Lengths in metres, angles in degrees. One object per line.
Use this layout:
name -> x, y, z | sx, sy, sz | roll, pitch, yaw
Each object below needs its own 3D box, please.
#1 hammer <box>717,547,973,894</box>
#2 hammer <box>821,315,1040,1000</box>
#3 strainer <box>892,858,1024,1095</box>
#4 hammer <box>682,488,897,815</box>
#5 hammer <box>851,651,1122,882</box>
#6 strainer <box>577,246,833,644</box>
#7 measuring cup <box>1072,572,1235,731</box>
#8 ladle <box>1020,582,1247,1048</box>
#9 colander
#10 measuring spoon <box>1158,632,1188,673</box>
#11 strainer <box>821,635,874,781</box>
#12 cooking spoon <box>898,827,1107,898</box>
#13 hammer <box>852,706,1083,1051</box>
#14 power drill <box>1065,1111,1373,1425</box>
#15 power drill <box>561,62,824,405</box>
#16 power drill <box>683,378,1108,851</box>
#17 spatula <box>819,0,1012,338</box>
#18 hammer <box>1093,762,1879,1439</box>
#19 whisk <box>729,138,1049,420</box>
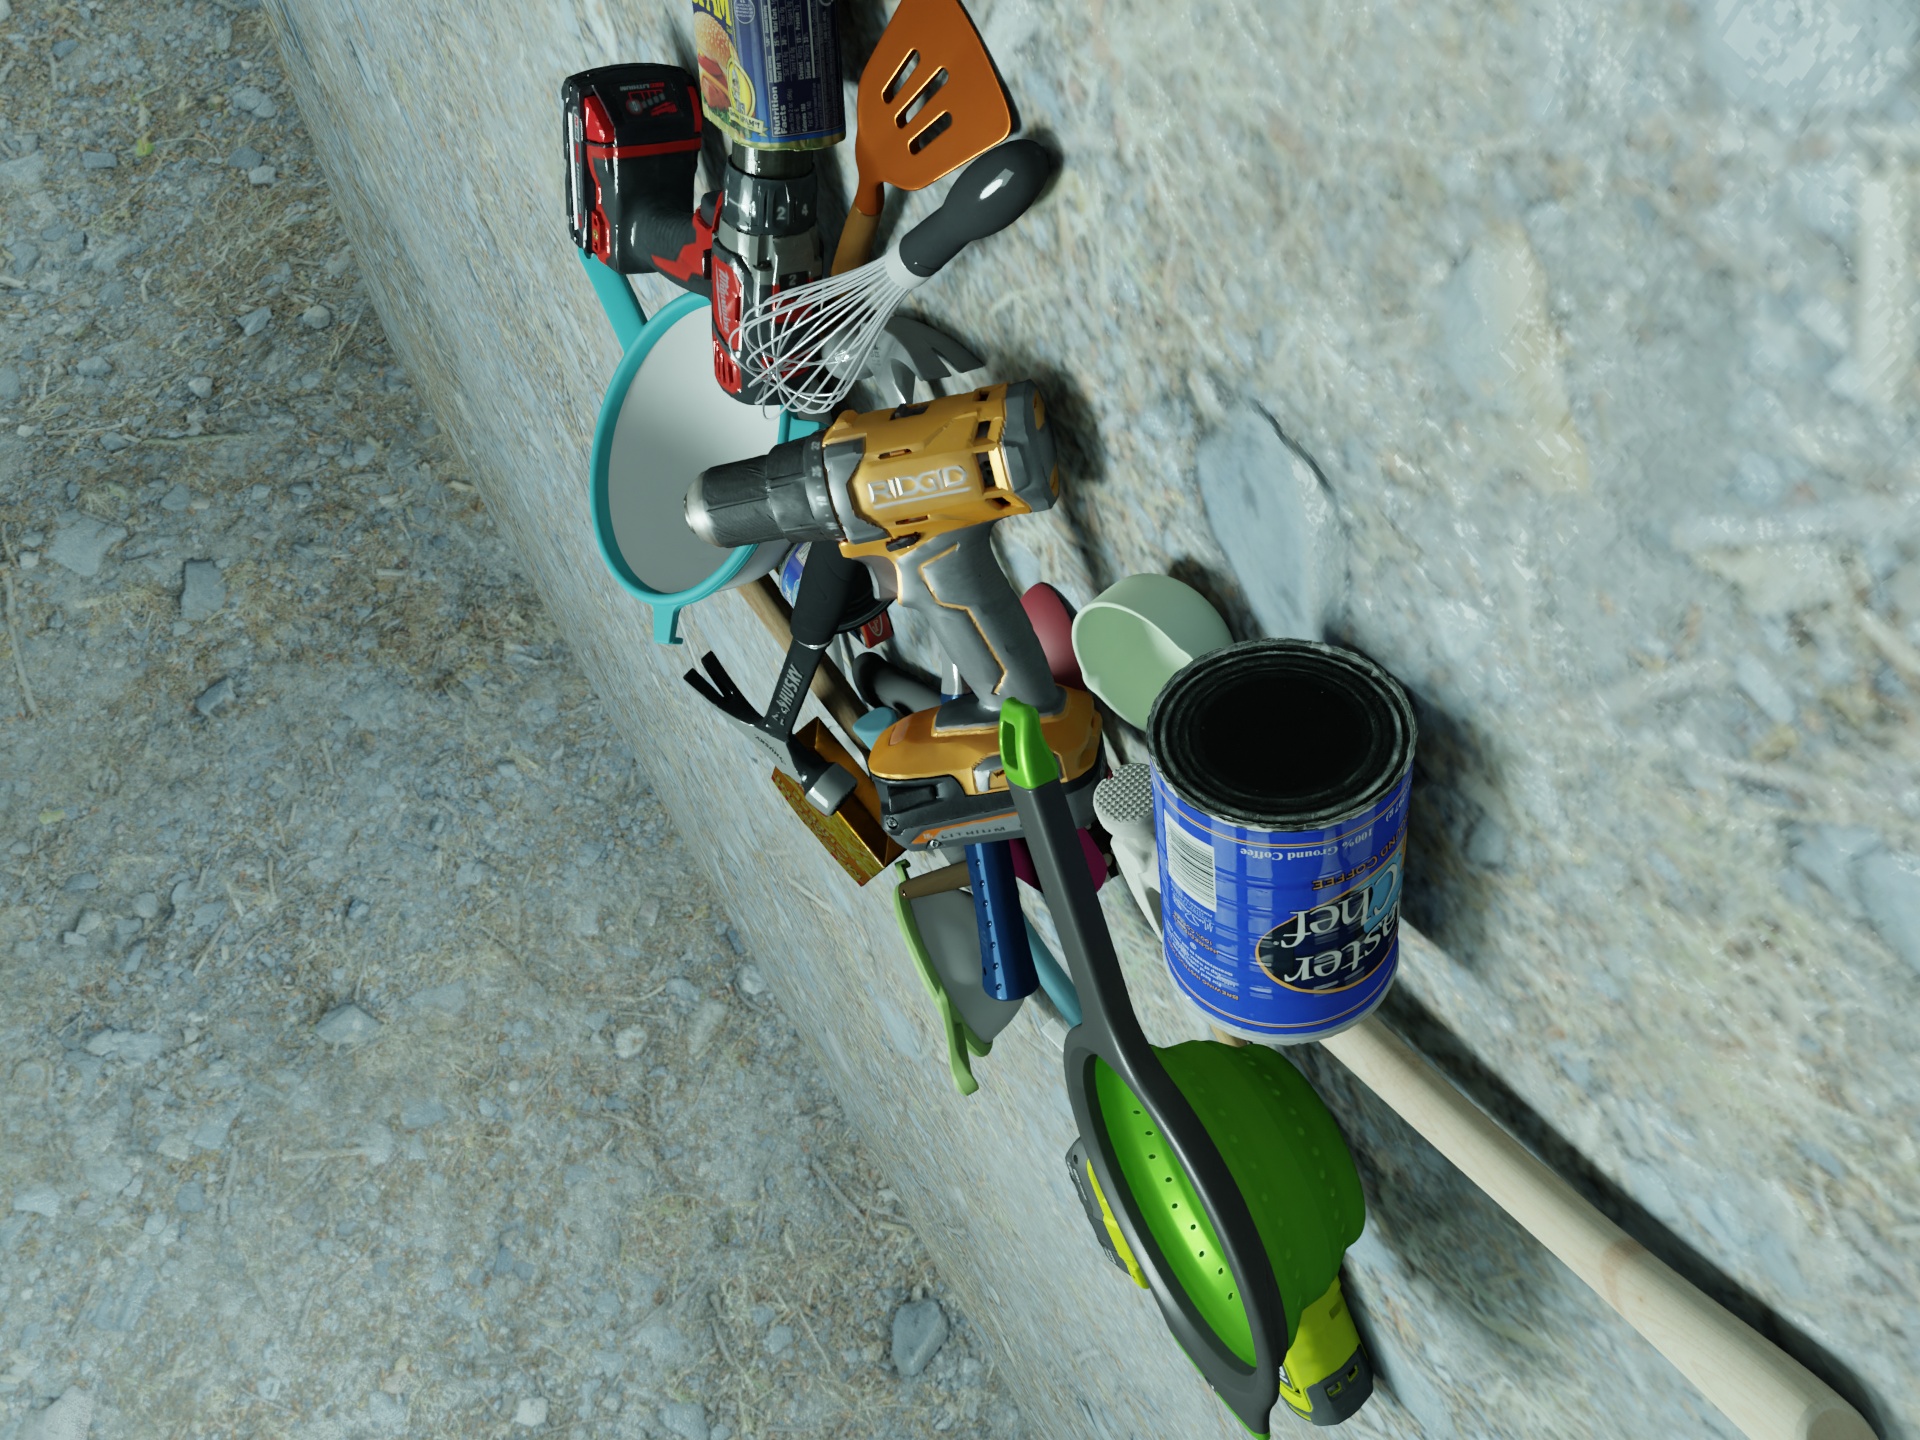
hammer -> -0.078, 0.002, 1.193 | 0.331, 0.031, 0.130 | 55, 168, -24
hammer -> -0.003, -0.026, 0.913 | 0.144, 0.035, 0.405 | 23, 127, 62
strainer -> 0.014, 0.198, 1.199 | 0.151, 0.069, 0.256 | 60, -175, -18
hammer -> -0.099, -0.052, 1.007 | 0.149, 0.036, 0.408 | 40, 156, 3
hammer -> -0.002, -0.003, 1.072 | 0.335, 0.035, 0.146 | 28, 144, 62
strainer -> -0.177, -0.222, 1.097 | 0.211, 0.095, 0.341 | -48, 54, 28
measuring cup -> 0.118, 0.003, 0.738 | 0.167, 0.038, 0.083 | 53, 153, -13
ladle -> 0.100, 0.069, 0.908 | 0.315, 0.031, 0.069 | 63, 163, -12
colander -> 0.115, 0.159, 0.789 | 0.205, 0.094, 0.397 | 31, 141, 68
measuring spoon -> 0.108, 0.000, 0.777 | 0.128, 0.021, 0.042 | 65, 163, -17
strainer -> -0.099, -0.019, 1.323 | 0.087, 0.050, 0.258 | 35, 144, 41
cooking spoon -> 0.017, 0.096, 1.040 | 0.069, 0.017, 0.319 | 57, 156, -3
hammer -> 0.029, 0.130, 1.137 | 0.331, 0.033, 0.128 | 55, 165, -4
power drill -> 0.169, 0.347, 1.065 | 0.223, 0.080, 0.171 | 18, 135, 61
power drill -> -0.151, -0.312, 0.928 | 0.227, 0.080, 0.187 | 46, 142, 36
power drill -> -0.027, -0.048, 0.807 | 0.084, 0.185, 0.226 | -74, -28, -61
spatula -> -0.041, -0.257, 0.812 | 0.081, 0.041, 0.322 | 63, 167, 0
hammer -> 0.210, 0.174, 0.715 | 0.411, 0.038, 0.146 | 43, 167, 41
whisk -> -0.037, -0.209, 0.768 | 0.284, 0.070, 0.070 | -16, 103, 59
